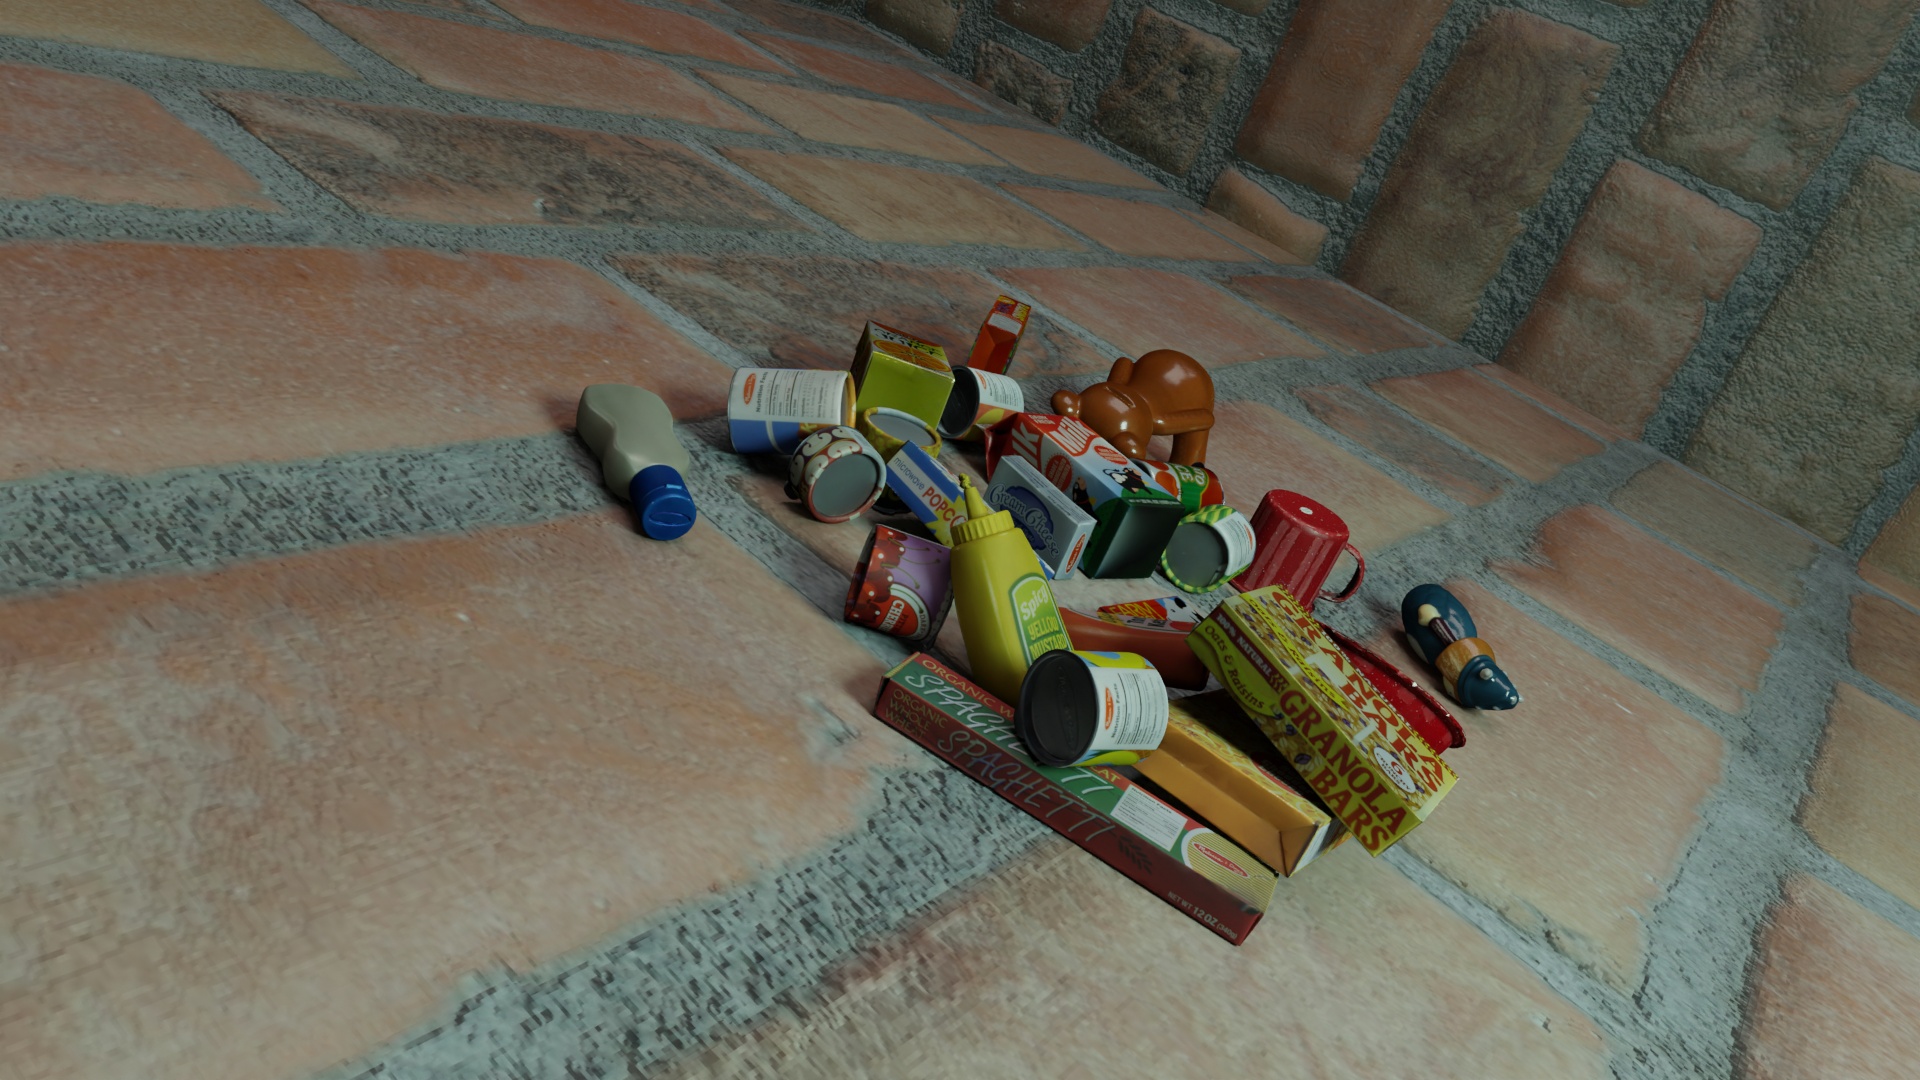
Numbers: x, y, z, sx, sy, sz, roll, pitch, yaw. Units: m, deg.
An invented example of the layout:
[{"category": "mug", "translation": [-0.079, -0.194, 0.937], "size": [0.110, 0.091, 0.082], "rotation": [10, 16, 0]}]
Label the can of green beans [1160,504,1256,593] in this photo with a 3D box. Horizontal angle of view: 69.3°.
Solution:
[{"category": "can of green beans", "translation": [0.208, 0.007, 1.169], "size": [0.071, 0.071, 0.058], "rotation": [34, 26, 20]}]

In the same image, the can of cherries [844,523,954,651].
[{"category": "can of cherries", "translation": [-0.038, 0.030, 0.898], "size": [0.058, 0.071, 0.072], "rotation": [19, 24, -11]}]

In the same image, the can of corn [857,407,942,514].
[{"category": "can of corn", "translation": [-0.054, -0.062, 1.080], "size": [0.071, 0.058, 0.071], "rotation": [20, 24, -9]}]

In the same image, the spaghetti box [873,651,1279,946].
[{"category": "spaghetti box", "translation": [0.064, 0.144, 0.802], "size": [0.250, 0.028, 0.050], "rotation": [30, 24, 14]}]

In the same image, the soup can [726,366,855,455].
[{"category": "soup can", "translation": [-0.125, -0.095, 1.045], "size": [0.084, 0.071, 0.071], "rotation": [3, 23, 6]}]

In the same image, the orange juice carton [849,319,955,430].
[{"category": "orange juice carton", "translation": [-0.057, -0.137, 1.196], "size": [0.072, 0.072, 0.193], "rotation": [18, 16, -11]}]

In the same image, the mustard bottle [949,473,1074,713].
[{"category": "mustard bottle", "translation": [0.026, 0.034, 0.863], "size": [0.065, 0.048, 0.160], "rotation": [-17, 88, -50]}]

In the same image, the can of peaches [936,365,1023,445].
[{"category": "can of peaches", "translation": [0.013, -0.119, 1.250], "size": [0.058, 0.071, 0.071], "rotation": [7, 29, -42]}]

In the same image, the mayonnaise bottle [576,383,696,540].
[{"category": "mayonnaise bottle", "translation": [-0.215, -0.055, 0.940], "size": [0.065, 0.041, 0.148], "rotation": [6, 31, -32]}]

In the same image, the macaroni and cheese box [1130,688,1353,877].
[{"category": "macaroni and cheese box", "translation": [0.188, 0.144, 0.871], "size": [0.124, 0.040, 0.167], "rotation": [34, 16, 27]}]

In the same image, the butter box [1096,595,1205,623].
[{"category": "butter box", "translation": [0.147, 0.069, 1.037], "size": [0.104, 0.024, 0.053], "rotation": [-4, 37, -47]}]

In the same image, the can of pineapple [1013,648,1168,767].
[{"category": "can of pineapple", "translation": [0.075, 0.096, 0.794], "size": [0.058, 0.070, 0.071], "rotation": [7, 29, -39]}]

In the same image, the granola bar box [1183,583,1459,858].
[{"category": "granola bar box", "translation": [0.221, 0.104, 0.847], "size": [0.166, 0.039, 0.124], "rotation": [50, 24, 17]}]

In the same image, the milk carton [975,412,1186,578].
[{"category": "milk carton", "translation": [0.091, -0.050, 1.169], "size": [0.072, 0.073, 0.191], "rotation": [1, 32, -41]}]

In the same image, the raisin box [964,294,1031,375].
[{"category": "raisin box", "translation": [0.033, -0.188, 1.385], "size": [0.040, 0.085, 0.124], "rotation": [22, 24, 0]}]

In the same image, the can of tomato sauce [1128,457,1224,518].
[{"category": "can of tomato sauce", "translation": [0.182, -0.039, 1.233], "size": [0.083, 0.071, 0.071], "rotation": [6, 30, -35]}]

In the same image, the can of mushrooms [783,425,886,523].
[{"category": "can of mushrooms", "translation": [-0.091, -0.046, 1.007], "size": [0.071, 0.070, 0.033], "rotation": [2, 33, -41]}]

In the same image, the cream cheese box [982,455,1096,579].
[{"category": "cream cheese box", "translation": [0.061, -0.020, 1.104], "size": [0.024, 0.053, 0.104], "rotation": [-2, 35, -42]}]

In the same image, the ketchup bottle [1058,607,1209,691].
[{"category": "ketchup bottle", "translation": [0.088, 0.068, 0.909], "size": [0.149, 0.043, 0.065], "rotation": [6, 2, 15]}]

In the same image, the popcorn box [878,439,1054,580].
[{"category": "popcorn box", "translation": [0.004, -0.013, 1.019], "size": [0.085, 0.038, 0.127], "rotation": [38, 7, -49]}]
